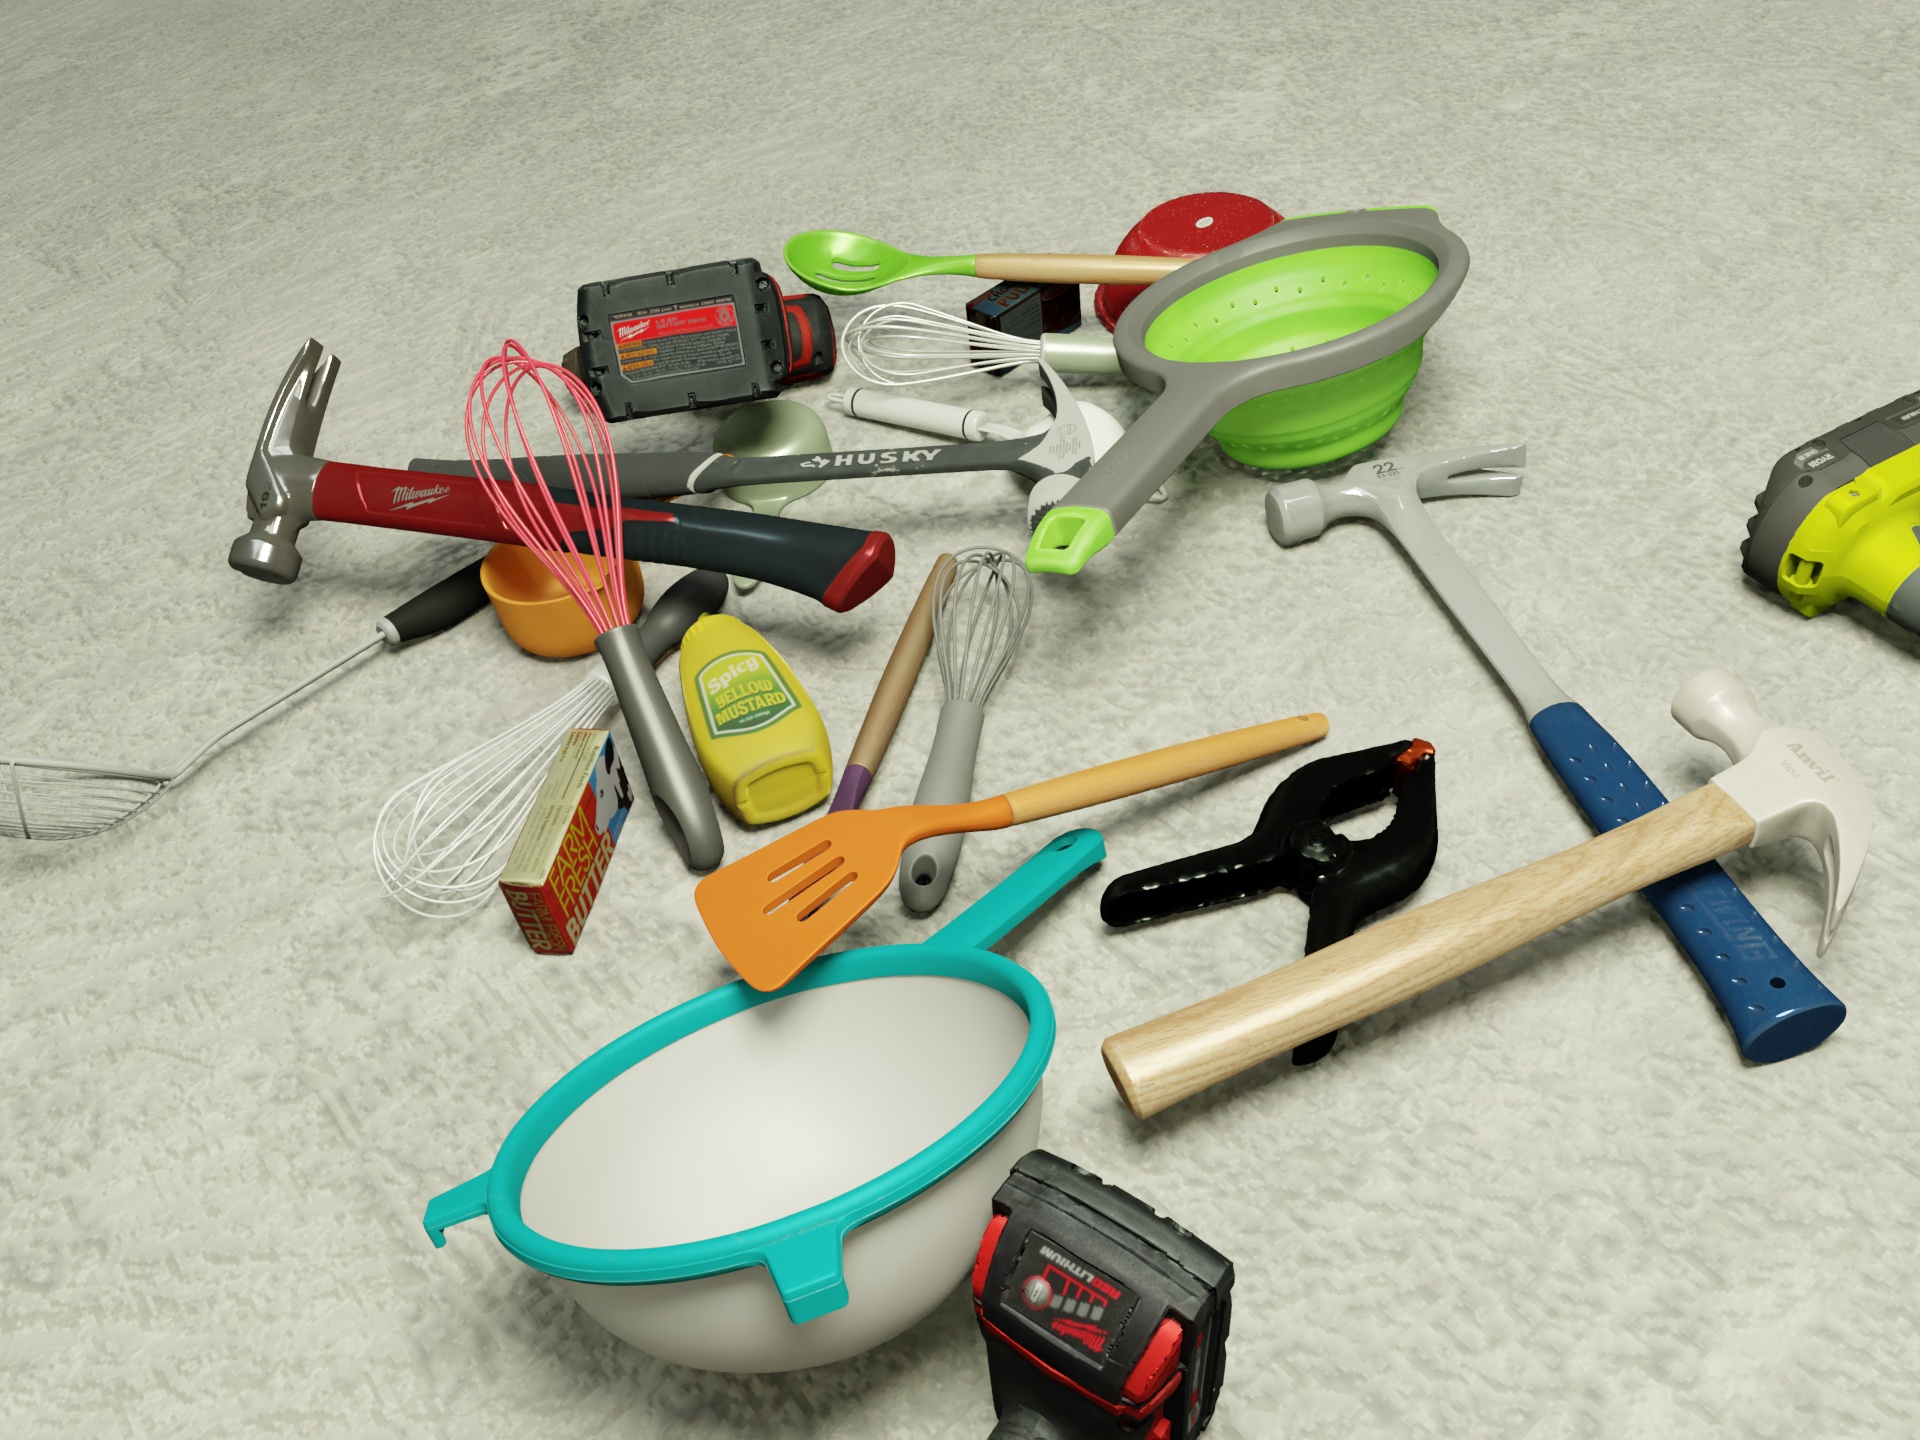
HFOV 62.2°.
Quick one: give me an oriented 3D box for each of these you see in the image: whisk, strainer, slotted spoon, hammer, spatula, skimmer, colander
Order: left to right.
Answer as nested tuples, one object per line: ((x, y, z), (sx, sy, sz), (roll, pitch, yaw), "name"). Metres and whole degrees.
((-0.393, -0.044, 0.899), (0.363, 0.090, 0.127), (-37, 18, -28), "skimmer")
((-0.219, -0.126, 0.878), (0.386, 0.038, 0.143), (9, 78, 15), "hammer")
((-0.207, -0.001, 0.846), (0.070, 0.070, 0.285), (14, 43, 24), "whisk")
((-0.181, -0.061, 0.803), (0.073, 0.073, 0.296), (-22, 81, -11), "whisk")
((-0.126, -0.148, 0.922), (0.409, 0.036, 0.149), (-1, 43, 8), "hammer")
((-0.044, 0.009, 0.812), (0.018, 0.059, 0.316), (30, 43, -9), "spatula")
((-0.022, 0.148, 0.633), (0.211, 0.095, 0.340), (-6, 17, 37), "strainer")
((-0.002, -0.003, 0.811), (0.055, 0.055, 0.239), (1, 49, 13), "whisk")
((0.016, -0.186, 1.003), (0.259, 0.050, 0.087), (17, 34, 31), "strainer")
((0.036, -0.298, 1.050), (0.314, 0.031, 0.070), (5, 47, 12), "slotted spoon")
((0.045, -0.239, 1.030), (0.246, 0.057, 0.059), (2, 74, -2), "whisk")
((0.040, 0.043, 0.724), (0.322, 0.041, 0.081), (-14, 34, -27), "spatula")
((0.156, -0.164, 0.890), (0.205, 0.094, 0.397), (7, 41, 37), "colander")
((0.214, 0.082, 0.641), (0.331, 0.031, 0.130), (-22, 44, -8), "hammer")
((0.287, -0.012, 0.767), (0.144, 0.035, 0.406), (-15, 43, -4), "hammer")

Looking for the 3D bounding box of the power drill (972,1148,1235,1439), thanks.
((-0.005, 0.248, 0.480), (0.079, 0.143, 0.220), (24, 51, 27), "power drill")

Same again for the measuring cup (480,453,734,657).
((-0.199, -0.100, 0.947), (0.173, 0.052, 0.095), (-37, 49, -27), "measuring cup")

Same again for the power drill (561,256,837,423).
((-0.181, -0.235, 1.013), (0.188, 0.080, 0.227), (-8, 12, 3), "power drill")

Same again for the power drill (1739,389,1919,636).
((0.505, -0.059, 0.747), (0.171, 0.080, 0.223), (-25, 49, -13), "power drill")

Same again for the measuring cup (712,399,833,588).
((-0.124, -0.145, 0.985), (0.083, 0.038, 0.168), (-3, 42, 8), "measuring cup")
